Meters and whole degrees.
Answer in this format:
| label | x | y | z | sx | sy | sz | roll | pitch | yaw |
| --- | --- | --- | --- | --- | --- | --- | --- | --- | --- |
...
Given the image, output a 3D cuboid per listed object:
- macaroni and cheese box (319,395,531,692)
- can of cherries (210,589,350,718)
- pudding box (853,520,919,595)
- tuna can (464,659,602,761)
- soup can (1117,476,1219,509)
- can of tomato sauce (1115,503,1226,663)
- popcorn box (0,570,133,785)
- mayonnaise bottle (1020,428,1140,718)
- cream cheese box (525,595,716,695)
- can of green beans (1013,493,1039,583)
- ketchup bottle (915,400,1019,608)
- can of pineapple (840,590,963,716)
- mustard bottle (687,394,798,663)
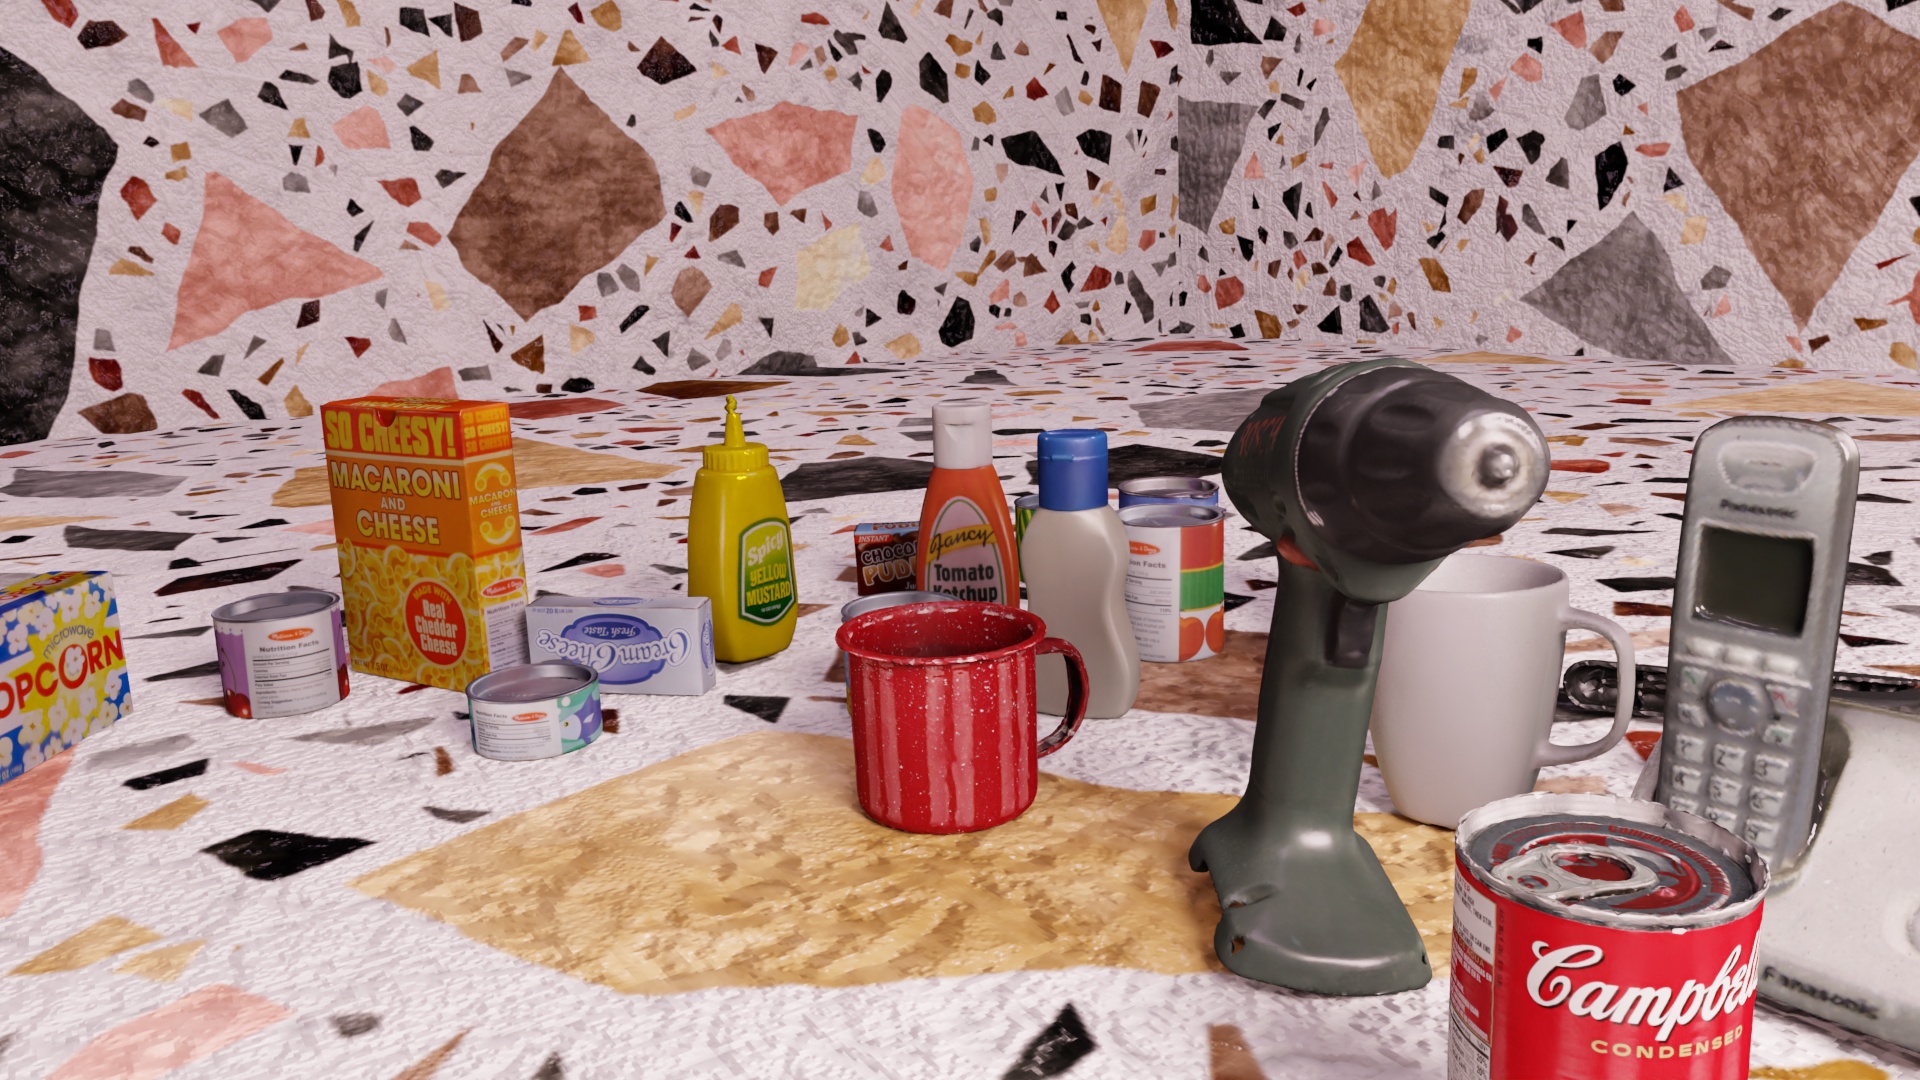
| label | x | y | z | sx | sy | sz | roll | pitch | yaw |
| --- | --- | --- | --- | --- | --- | --- | --- | --- | --- |
| macaroni and cheese box | -0.314 | 0.001 | 0.819 | 0.123 | 0.166 | 0.040 | 5 | 14 | 30 |
| can of cherries | -0.388 | 0.064 | 0.796 | 0.071 | 0.058 | 0.071 | -2 | 12 | 1 |
| pudding box | -0.033 | 0.011 | 0.993 | 0.084 | 0.049 | 0.030 | -2 | 12 | -1 |
| tuna can | -0.220 | 0.087 | 0.721 | 0.071 | 0.032 | 0.071 | -2 | 12 | 1 |
| soup can | 0.138 | 0.005 | 0.914 | 0.071 | 0.083 | 0.071 | -2 | 12 | 1 |
| can of tomato sauce | 0.126 | 0.024 | 0.831 | 0.071 | 0.083 | 0.071 | -2 | 12 | 1 |
| popcorn box | -0.490 | 0.071 | 0.721 | 0.038 | 0.085 | 0.127 | -2 | 12 | 2 |
| mayonnaise bottle | 0.060 | 0.017 | 0.724 | 0.065 | 0.147 | 0.041 | 3 | 13 | 21 |
| cream cheese box | -0.193 | 0.060 | 0.792 | 0.104 | 0.053 | 0.024 | 0 | 12 | 9 |
| can of green beans | 0.072 | -0.001 | 1.013 | 0.071 | 0.057 | 0.071 | -2 | 12 | 1 |
| ketchup bottle | 0.003 | -0.011 | 0.857 | 0.065 | 0.148 | 0.043 | -1 | 12 | 6 |
| can of pineapple | -0.031 | 0.063 | 0.741 | 0.071 | 0.057 | 0.071 | -2 | 12 | 1 |
| mustard bottle | -0.134 | -0.008 | 0.842 | 0.049 | 0.159 | 0.065 | 7 | 15 | 37 |
